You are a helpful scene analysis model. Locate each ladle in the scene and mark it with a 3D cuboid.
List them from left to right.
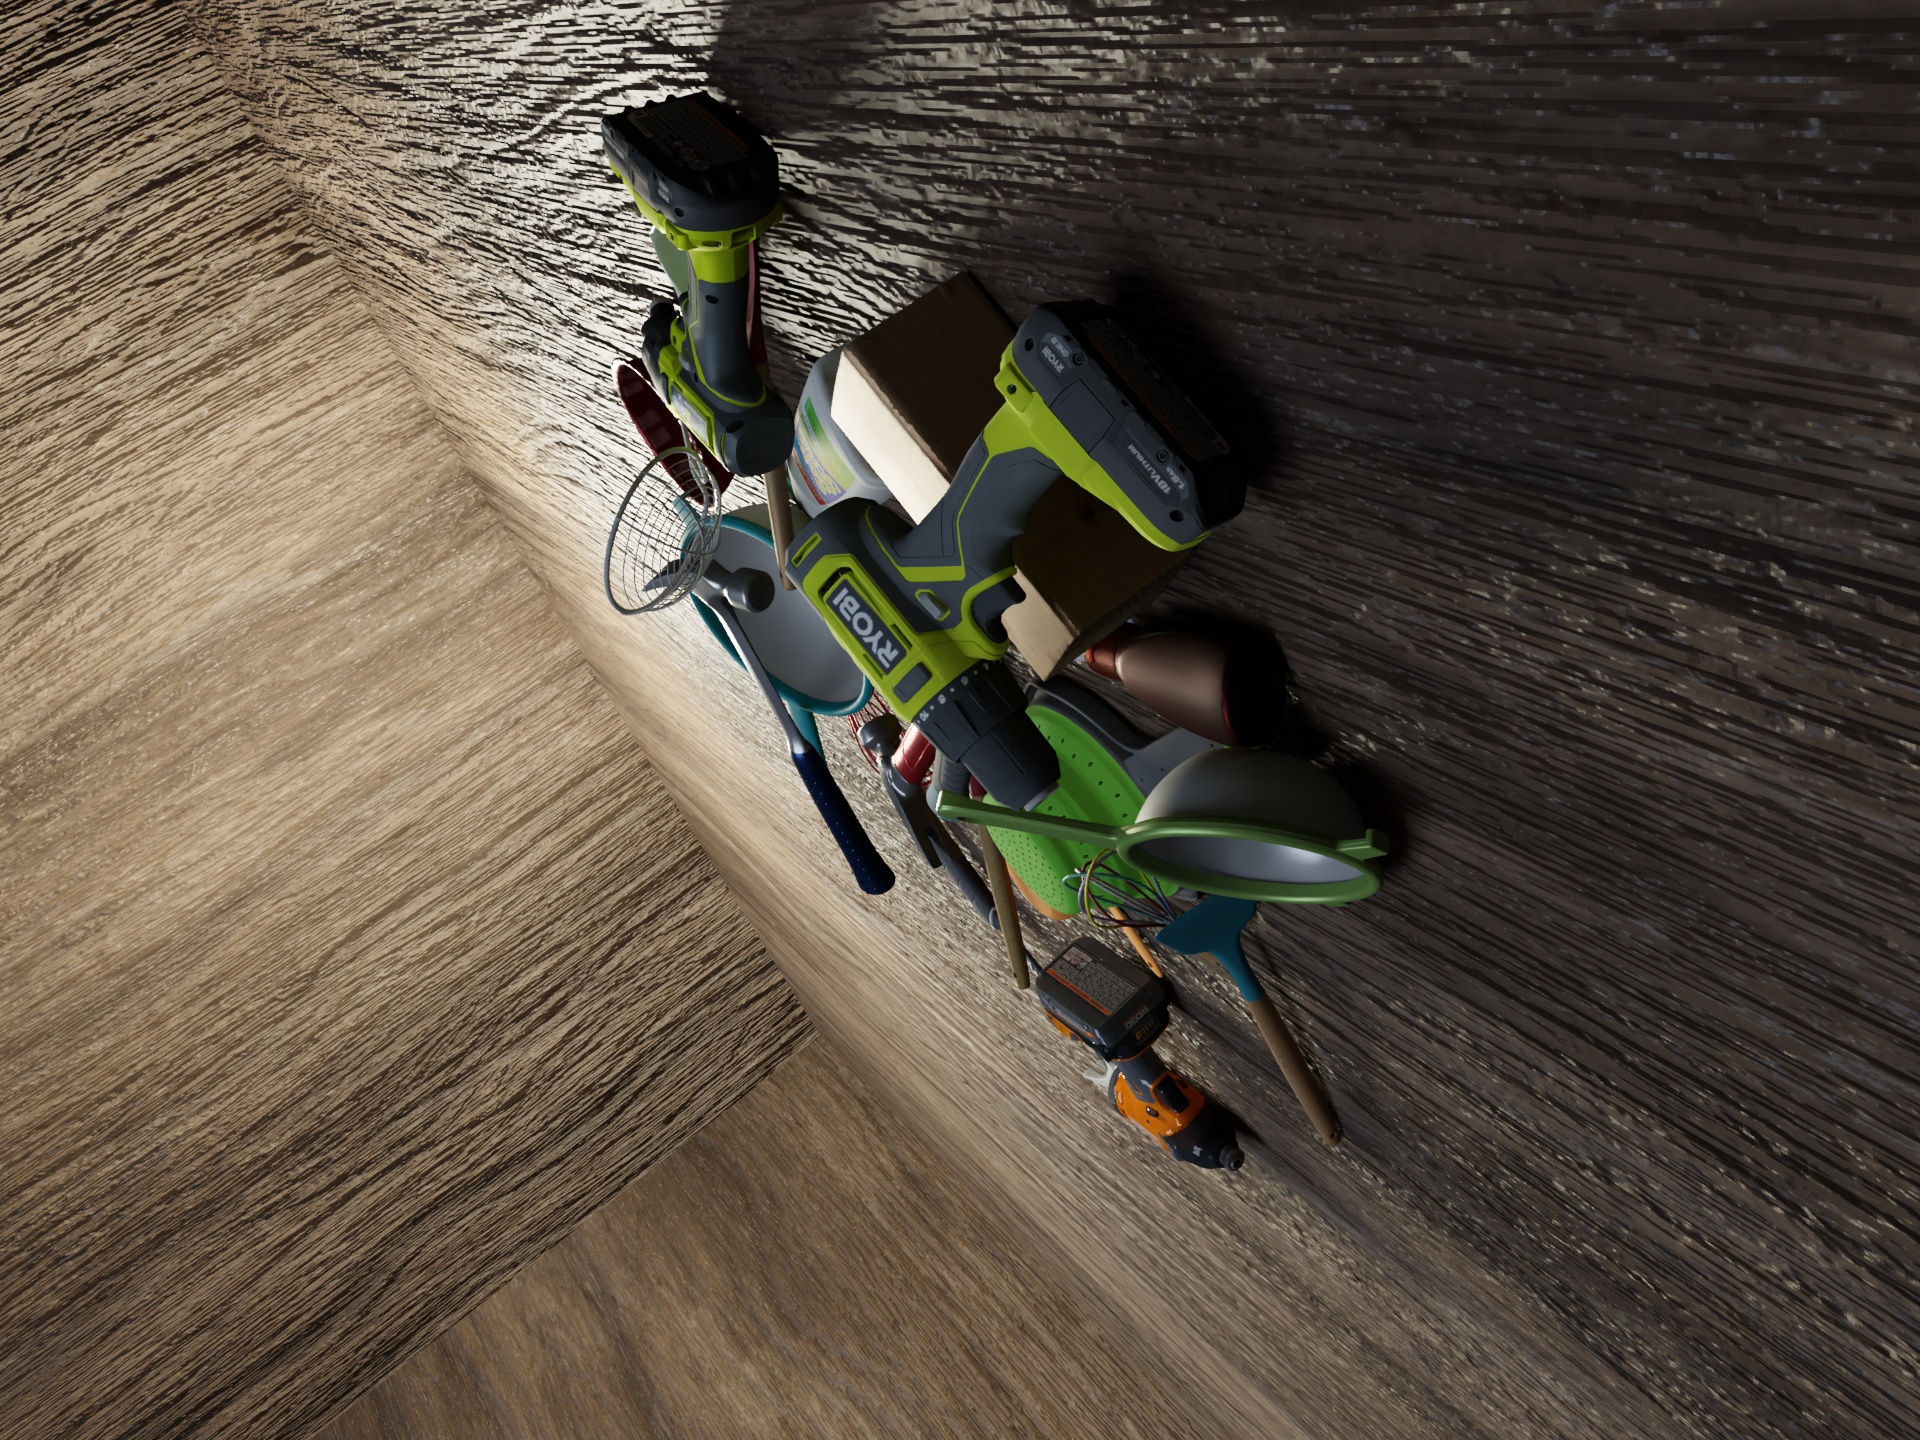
[{"bbox_3d":[0.022,0.086,1.349,0.069,0.031,0.315,22,128,64],"label":"ladle"}]

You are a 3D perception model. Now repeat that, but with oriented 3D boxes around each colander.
[{"bbox_3d":[0.099,0.059,1.097,0.204,0.094,0.397,53,164,2],"label":"colander"}]

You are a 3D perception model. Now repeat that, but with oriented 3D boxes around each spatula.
[{"bbox_3d":[0.227,0.223,1.163,0.317,0.082,0.044,58,179,-32],"label":"spatula"}]

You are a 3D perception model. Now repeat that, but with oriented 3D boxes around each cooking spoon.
[{"bbox_3d":[-0.145,-0.239,1.170,0.069,0.017,0.318,41,143,49],"label":"cooking spoon"}]

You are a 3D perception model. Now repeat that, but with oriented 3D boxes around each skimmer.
[{"bbox_3d":[-0.244,-0.226,1.233,0.127,0.090,0.364,98,162,-44],"label":"skimmer"}]

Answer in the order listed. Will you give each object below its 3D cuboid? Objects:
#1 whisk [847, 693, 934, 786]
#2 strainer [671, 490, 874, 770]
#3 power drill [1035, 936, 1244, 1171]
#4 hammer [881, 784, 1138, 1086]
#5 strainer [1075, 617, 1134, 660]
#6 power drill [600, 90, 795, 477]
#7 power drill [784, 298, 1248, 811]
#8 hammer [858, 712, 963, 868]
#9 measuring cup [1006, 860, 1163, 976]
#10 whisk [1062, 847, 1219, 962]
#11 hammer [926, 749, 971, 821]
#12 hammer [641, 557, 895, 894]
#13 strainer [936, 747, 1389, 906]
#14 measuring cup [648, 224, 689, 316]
[{"bbox_3d":[-0.112,-0.056,1.509,0.296,0.073,0.073,54,164,17],"label":"whisk"},{"bbox_3d":[-0.127,-0.070,1.411,0.211,0.095,0.340,27,148,26],"label":"strainer"},{"bbox_3d":[0.172,0.315,1.448,0.164,0.084,0.226,28,154,54],"label":"power drill"},{"bbox_3d":[0.050,0.221,1.666,0.409,0.036,0.149,52,164,7],"label":"hammer"},{"bbox_3d":[0.036,-0.122,1.006,0.087,0.050,0.258,-18,105,56],"label":"strainer"},{"bbox_3d":[-0.180,-0.298,1.084,0.171,0.080,0.223,48,150,33],"label":"power drill"},{"bbox_3d":[0.033,-0.078,0.808,0.190,0.080,0.228,51,124,7],"label":"power drill"},{"bbox_3d":[-0.002,-0.004,1.239,0.143,0.038,0.386,62,157,14],"label":"hammer"},{"bbox_3d":[0.103,0.163,1.366,0.174,0.052,0.095,53,164,9],"label":"measuring cup"},{"bbox_3d":[0.136,0.138,1.106,0.244,0.051,0.047,35,-139,-55],"label":"whisk"},{"bbox_3d":[0.005,-0.019,1.105,0.128,0.033,0.330,55,158,24],"label":"hammer"},{"bbox_3d":[-0.151,0.013,1.416,0.144,0.035,0.405,16,144,38],"label":"hammer"},{"bbox_3d":[0.116,0.047,0.917,0.256,0.069,0.151,9,163,8],"label":"strainer"},{"bbox_3d":[-0.197,-0.329,1.226,0.083,0.038,0.167,50,165,11],"label":"measuring cup"}]
